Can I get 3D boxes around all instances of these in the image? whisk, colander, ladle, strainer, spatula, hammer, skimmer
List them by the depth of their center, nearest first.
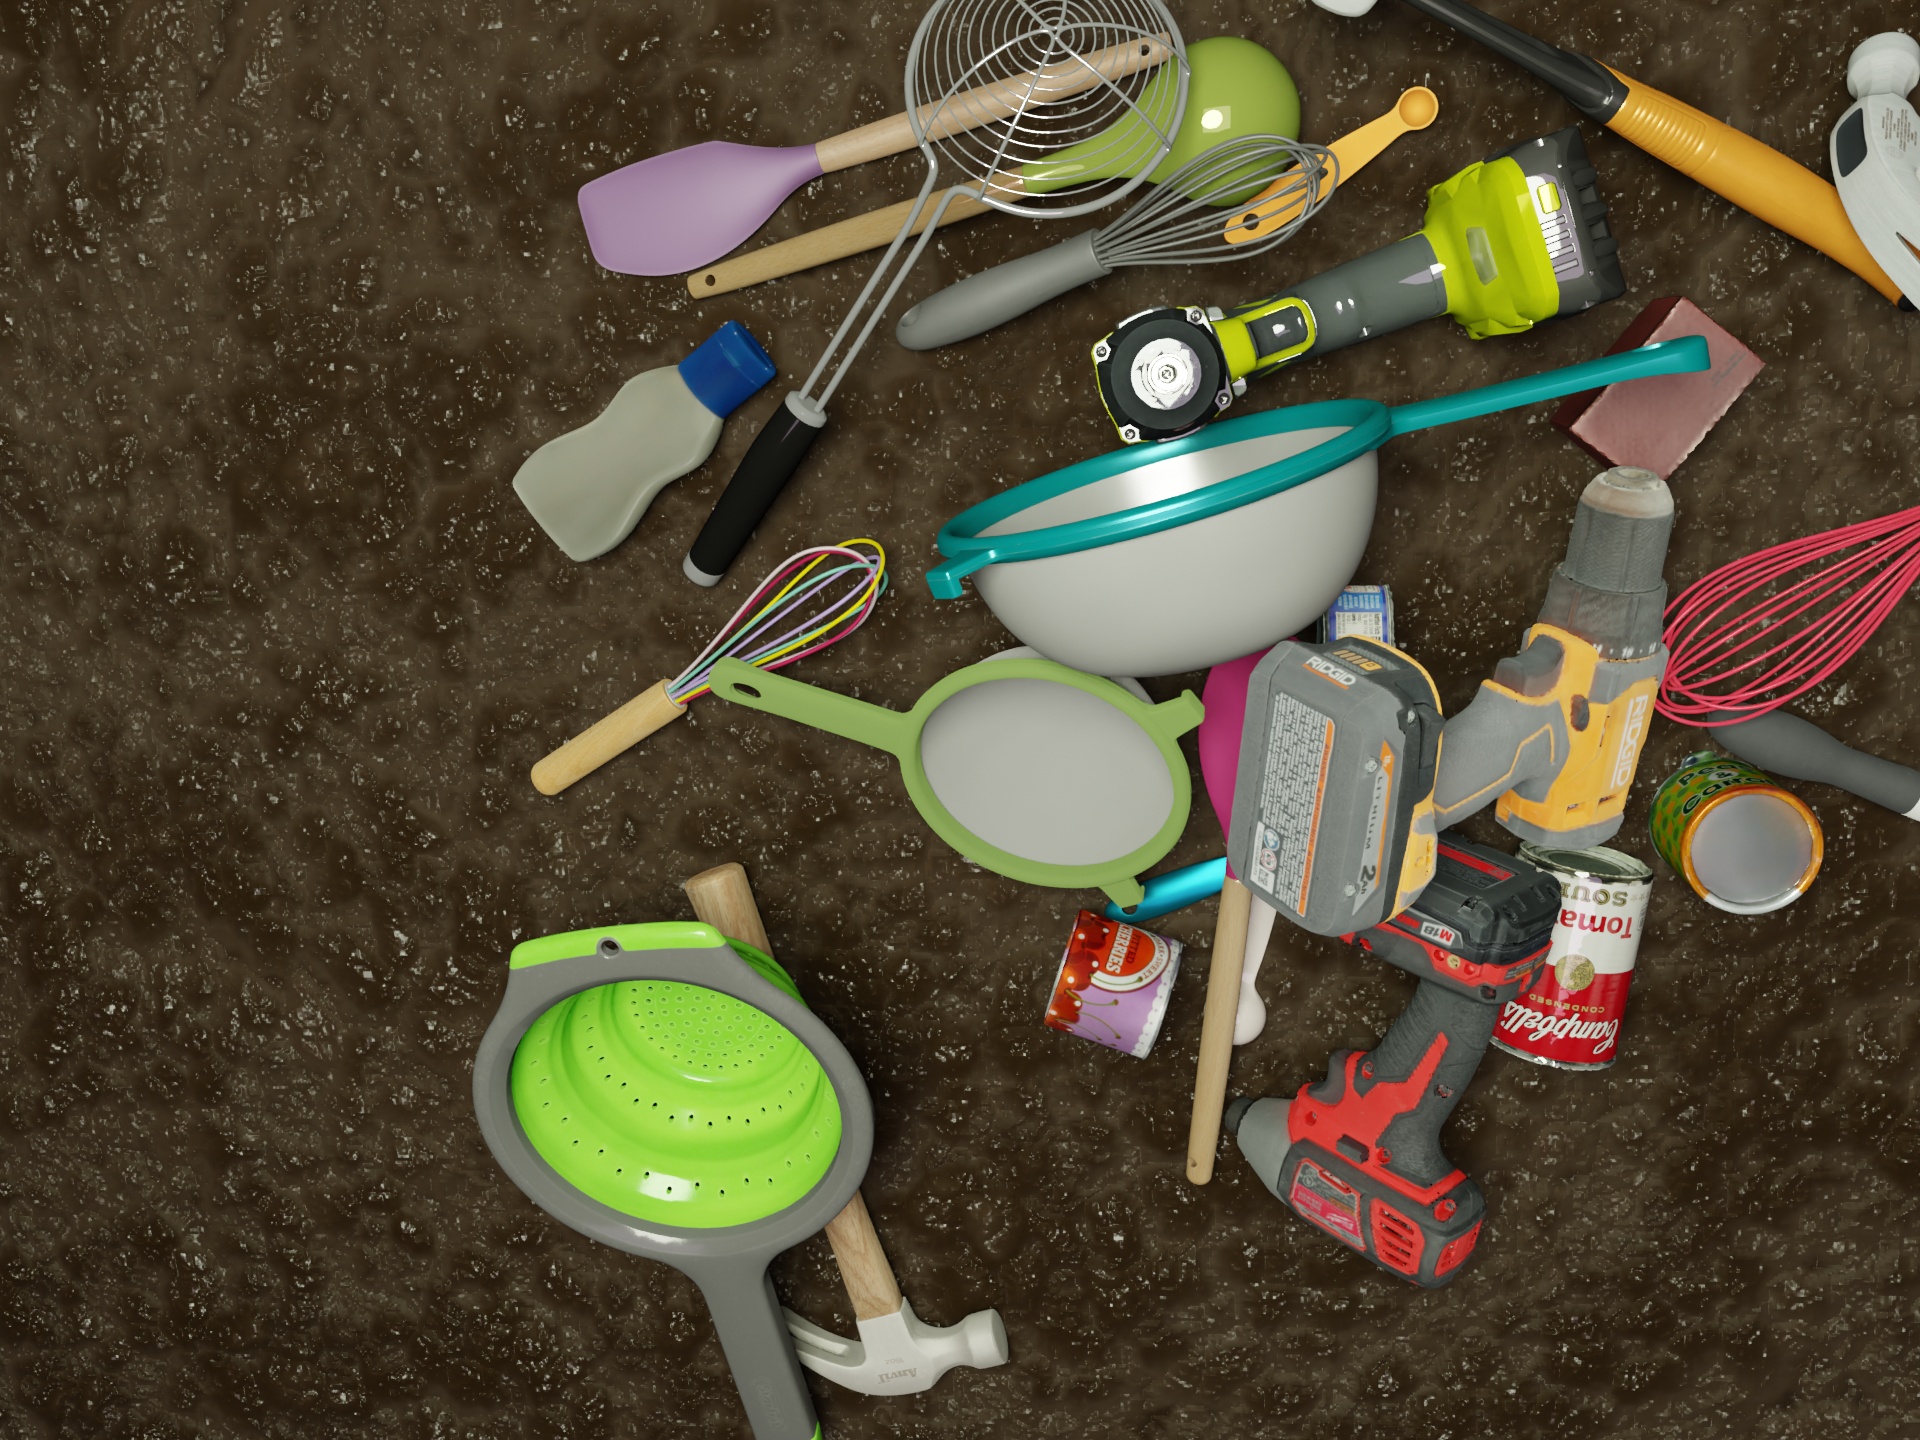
[{"bbox_3d":[0.542,-0.193,0.712,0.331,0.033,0.128,24,63,-3],"label":"hammer"},{"bbox_3d":[0.162,-0.087,0.718,0.340,0.211,0.095,-12,105,14],"label":"strainer"},{"bbox_3d":[0.306,-0.280,0.727,0.336,0.127,0.034,25,128,-8],"label":"hammer"},{"bbox_3d":[0.458,-0.091,0.757,0.296,0.073,0.073,-34,95,7],"label":"whisk"},{"bbox_3d":[0.067,-0.222,0.763,0.239,0.055,0.055,-14,100,32],"label":"whisk"},{"bbox_3d":[0.507,0.051,0.782,0.284,0.070,0.070,23,104,8],"label":"whisk"},{"bbox_3d":[-0.031,-0.204,0.786,0.127,0.090,0.363,44,124,6],"label":"skimmer"},{"bbox_3d":[0.011,-0.263,0.799,0.320,0.062,0.078,-12,102,18],"label":"ladle"},{"bbox_3d":[-0.047,-0.291,0.807,0.316,0.018,0.059,-14,100,12],"label":"spatula"},{"bbox_3d":[-0.001,-0.003,0.830,0.256,0.069,0.151,17,133,7],"label":"strainer"},{"bbox_3d":[-0.139,-0.027,0.869,0.245,0.051,0.047,-31,75,17],"label":"whisk"},{"bbox_3d":[-0.127,0.251,0.875,0.204,0.095,0.396,-7,118,9],"label":"colander"},{"bbox_3d":[-0.087,0.240,0.918,0.130,0.031,0.331,-18,98,11],"label":"hammer"}]

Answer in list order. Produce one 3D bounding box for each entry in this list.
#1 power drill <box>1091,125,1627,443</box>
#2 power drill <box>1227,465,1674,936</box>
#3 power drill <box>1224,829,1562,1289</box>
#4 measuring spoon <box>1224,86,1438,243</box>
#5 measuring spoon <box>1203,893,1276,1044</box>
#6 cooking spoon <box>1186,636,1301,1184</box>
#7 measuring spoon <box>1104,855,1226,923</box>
[{"bbox_3d":[0.170,-0.185,0.721,0.223,0.171,0.080,-20,99,9],"label":"power drill"},{"bbox_3d":[0.235,-0.012,0.717,0.226,0.084,0.185,-14,121,-30],"label":"power drill"},{"bbox_3d":[0.213,0.166,0.816,0.143,0.078,0.219,24,114,40],"label":"power drill"},{"bbox_3d":[0.181,-0.271,0.784,0.117,0.011,0.021,-32,96,17],"label":"measuring spoon"},{"bbox_3d":[0.158,0.120,0.863,0.034,0.018,0.124,11,102,6],"label":"measuring spoon"},{"bbox_3d":[0.143,0.105,0.836,0.069,0.017,0.318,21,114,41],"label":"cooking spoon"},{"bbox_3d":[0.134,0.084,0.852,0.128,0.021,0.042,-23,84,17],"label":"measuring spoon"}]
